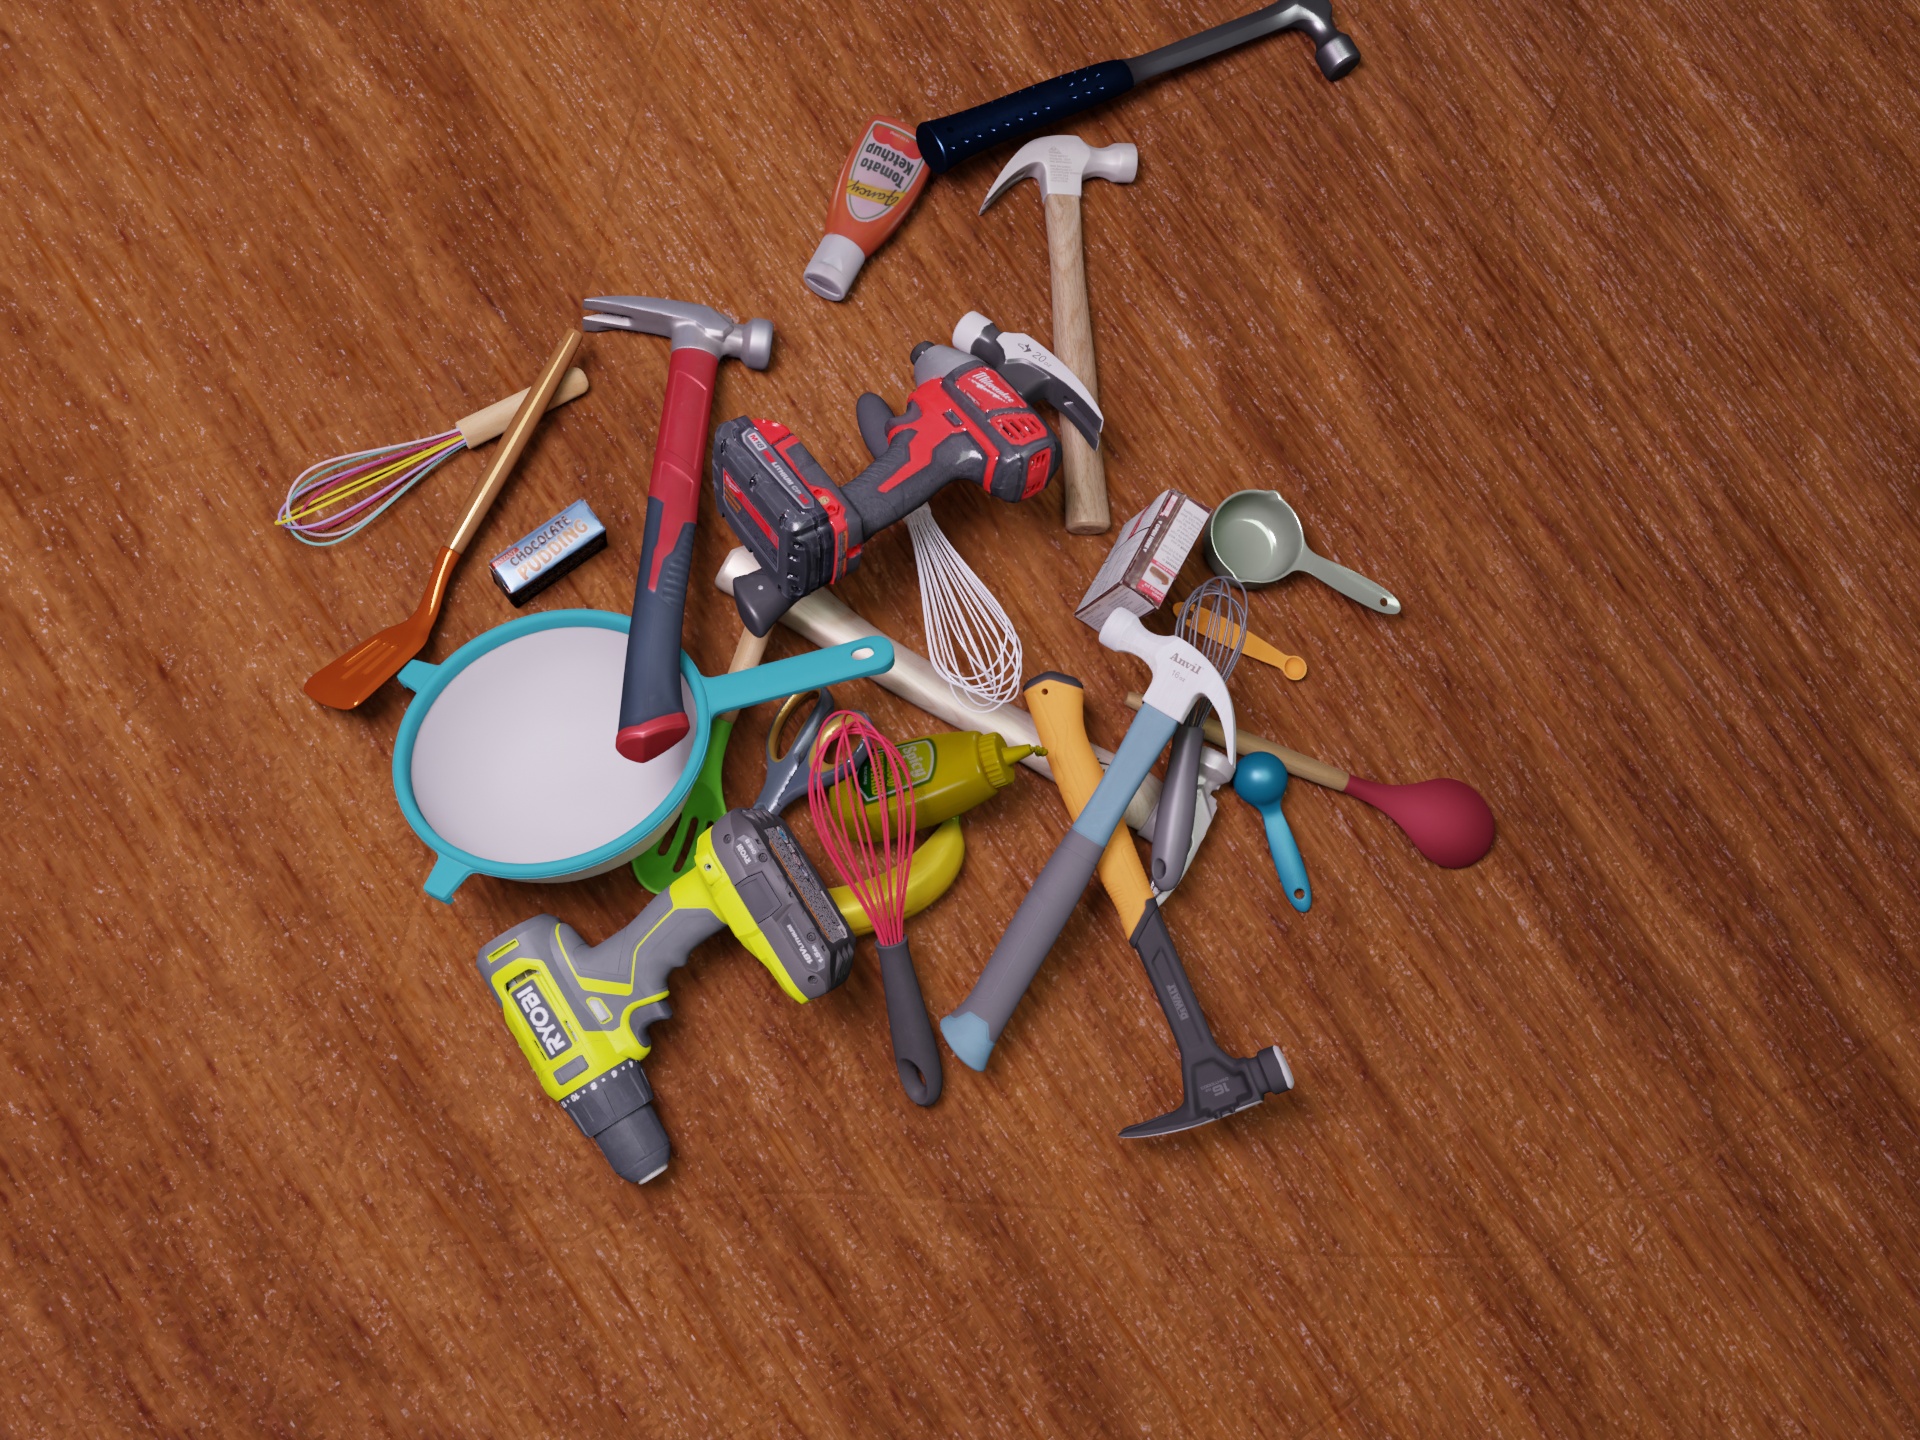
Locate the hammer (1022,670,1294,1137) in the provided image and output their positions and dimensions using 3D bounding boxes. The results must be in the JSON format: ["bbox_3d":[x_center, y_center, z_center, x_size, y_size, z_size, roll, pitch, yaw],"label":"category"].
[{"bbox_3d":[0.113,0.124,1.134,0.127,0.034,0.337,-24,79,11],"label":"hammer"}]

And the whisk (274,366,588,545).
[{"bbox_3d":[-0.380,-0.195,1.153,0.245,0.047,0.051,-31,84,-18],"label":"whisk"}]

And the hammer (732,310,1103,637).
[{"bbox_3d":[-0.037,-0.170,1.148,0.146,0.035,0.335,36,62,17],"label":"hammer"}]

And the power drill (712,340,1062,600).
[{"bbox_3d":[-0.053,-0.184,1.093,0.219,0.078,0.143,-28,64,-23],"label":"power drill"}]

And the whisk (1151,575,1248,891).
[{"bbox_3d":[0.171,0.008,1.167,0.055,0.055,0.239,12,83,-8],"label":"whisk"}]

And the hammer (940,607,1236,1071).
[{"bbox_3d":[0.081,0.093,1.110,0.128,0.033,0.331,31,92,16],"label":"hammer"}]

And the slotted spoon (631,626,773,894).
[{"bbox_3d":[-0.159,-0.023,1.143,0.070,0.031,0.314,18,84,11],"label":"slotted spoon"}]

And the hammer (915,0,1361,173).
[{"bbox_3d":[0.140,-0.536,1.299,0.405,0.035,0.144,-28,84,-21],"label":"hammer"}]

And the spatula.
[{"bbox_3d":[-0.356,-0.146,1.130,0.041,0.081,0.323,36,75,-44],"label":"spatula"}]

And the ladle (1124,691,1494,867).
[{"bbox_3d":[0.274,0.038,1.231,0.315,0.031,0.069,21,77,-4],"label":"ladle"}]

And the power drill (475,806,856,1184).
[{"bbox_3d":[-0.188,0.182,1.064,0.228,0.080,0.190,-33,85,8],"label":"power drill"}]

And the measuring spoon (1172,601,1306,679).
[{"bbox_3d":[0.218,-0.062,1.251,0.117,0.011,0.021,27,75,0],"label":"measuring spoon"}]

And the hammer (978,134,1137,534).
[{"bbox_3d":[0.087,-0.310,1.266,0.130,0.031,0.331,-1,79,-11],"label":"hammer"}]

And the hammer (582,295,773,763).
[{"bbox_3d":[-0.217,-0.146,1.111,0.143,0.038,0.387,7,57,-9],"label":"hammer"}]

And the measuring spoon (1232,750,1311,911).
[{"bbox_3d":[0.243,0.086,1.208,0.042,0.021,0.128,-19,91,3],"label":"measuring spoon"}]

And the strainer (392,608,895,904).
[{"bbox_3d":[-0.207,0.016,1.095,0.340,0.095,0.211,-15,56,-8],"label":"strainer"}]

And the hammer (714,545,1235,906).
[{"bbox_3d":[-0.002,-0.004,1.185,0.410,0.038,0.146,30,76,-3],"label":"hammer"}]

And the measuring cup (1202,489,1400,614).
[{"bbox_3d":[0.268,-0.121,1.257,0.167,0.038,0.083,26,75,-6],"label":"measuring cup"}]

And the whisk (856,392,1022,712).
[{"bbox_3d":[-0.024,-0.130,1.177,0.070,0.070,0.285,-17,66,-13],"label":"whisk"}]

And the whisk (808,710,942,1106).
[{"bbox_3d":[-0.051,0.134,1.094,0.073,0.073,0.295,-15,106,-13],"label":"whisk"}]
